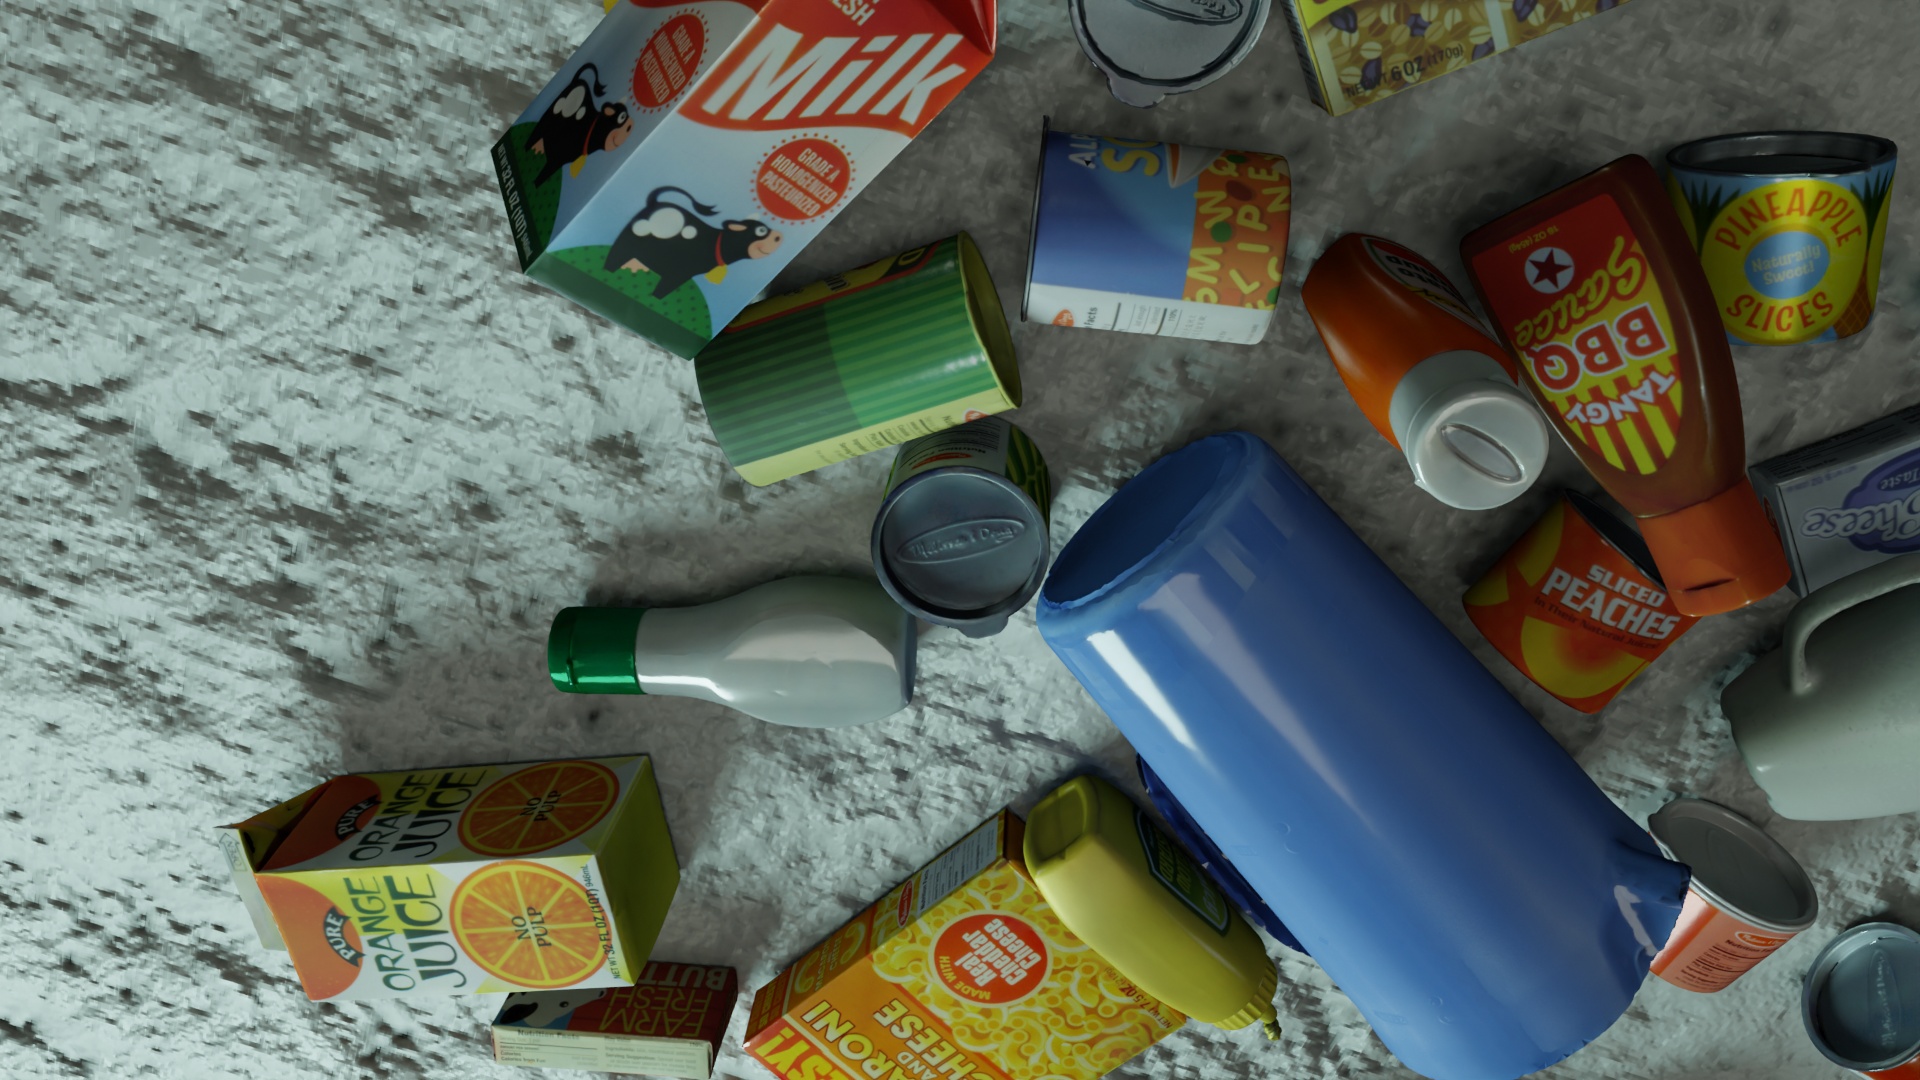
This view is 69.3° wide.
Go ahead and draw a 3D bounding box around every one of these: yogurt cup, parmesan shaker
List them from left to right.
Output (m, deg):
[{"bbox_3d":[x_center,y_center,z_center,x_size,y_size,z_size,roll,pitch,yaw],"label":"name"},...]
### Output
[{"bbox_3d":[-0.037,-0.065,0.503,0.103,0.071,0.071,-16,113,12],"label":"parmesan shaker"},{"bbox_3d":[0.310,0.151,0.581,0.072,0.073,0.053,17,123,-4],"label":"yogurt cup"}]

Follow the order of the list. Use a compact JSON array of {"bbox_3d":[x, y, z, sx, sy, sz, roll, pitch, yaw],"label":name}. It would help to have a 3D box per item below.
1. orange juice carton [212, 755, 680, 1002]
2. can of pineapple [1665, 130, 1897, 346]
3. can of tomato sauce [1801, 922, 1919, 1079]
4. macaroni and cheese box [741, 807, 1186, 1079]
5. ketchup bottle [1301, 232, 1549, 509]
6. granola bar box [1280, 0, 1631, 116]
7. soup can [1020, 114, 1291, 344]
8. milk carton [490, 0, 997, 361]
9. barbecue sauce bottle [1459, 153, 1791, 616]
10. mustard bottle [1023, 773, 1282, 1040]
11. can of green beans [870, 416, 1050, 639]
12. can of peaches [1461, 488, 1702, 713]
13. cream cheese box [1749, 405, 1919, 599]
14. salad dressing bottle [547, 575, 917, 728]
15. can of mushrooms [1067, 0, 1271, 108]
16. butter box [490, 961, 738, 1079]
[{"bbox_3d":[-0.232,0.150,0.616,0.193,0.073,0.071,-5,115,7],"label":"orange juice carton"},{"bbox_3d":[0.270,-0.101,0.463,0.071,0.071,0.057,-5,115,7],"label":"can of pineapple"},{"bbox_3d":[0.423,0.213,0.597,0.083,0.071,0.071,31,113,-10],"label":"can of tomato sauce"},{"bbox_3d":[0.001,0.217,0.647,0.166,0.040,0.123,-39,106,19],"label":"macaroni and cheese box"},{"bbox_3d":[0.150,-0.056,0.450,0.065,0.149,0.043,30,115,-9],"label":"ketchup bottle"},{"bbox_3d":[0.175,-0.223,0.431,0.165,0.039,0.124,-19,112,12],"label":"granola bar box"},{"bbox_3d":[0.066,-0.107,0.479,0.084,0.071,0.071,6,115,1],"label":"soup can"},{"bbox_3d":[-0.060,-0.155,0.448,0.190,0.072,0.073,-41,142,19],"label":"milk carton"},{"bbox_3d":[0.226,-0.048,0.461,0.064,0.044,0.148,-24,93,47],"label":"barbecue sauce bottle"},{"bbox_3d":[0.094,0.170,0.607,0.048,0.065,0.160,-39,111,17],"label":"mustard bottle"},{"bbox_3d":[0.002,-0.009,0.533,0.071,0.058,0.071,2,115,4],"label":"can of green beans"},{"bbox_3d":[0.234,0.024,0.523,0.071,0.071,0.058,33,114,-11],"label":"can of peaches"},{"bbox_3d":[0.358,-0.021,0.518,0.103,0.024,0.053,-22,112,14],"label":"cream cheese box"},{"bbox_3d":[-0.093,0.046,0.574,0.148,0.044,0.064,0,117,5],"label":"salad dressing bottle"},{"bbox_3d":[0.067,-0.182,0.462,0.071,0.033,0.070,1,115,3],"label":"can of mushrooms"},{"bbox_3d":[-0.161,0.224,0.656,0.103,0.053,0.024,3,113,2],"label":"butter box"}]
